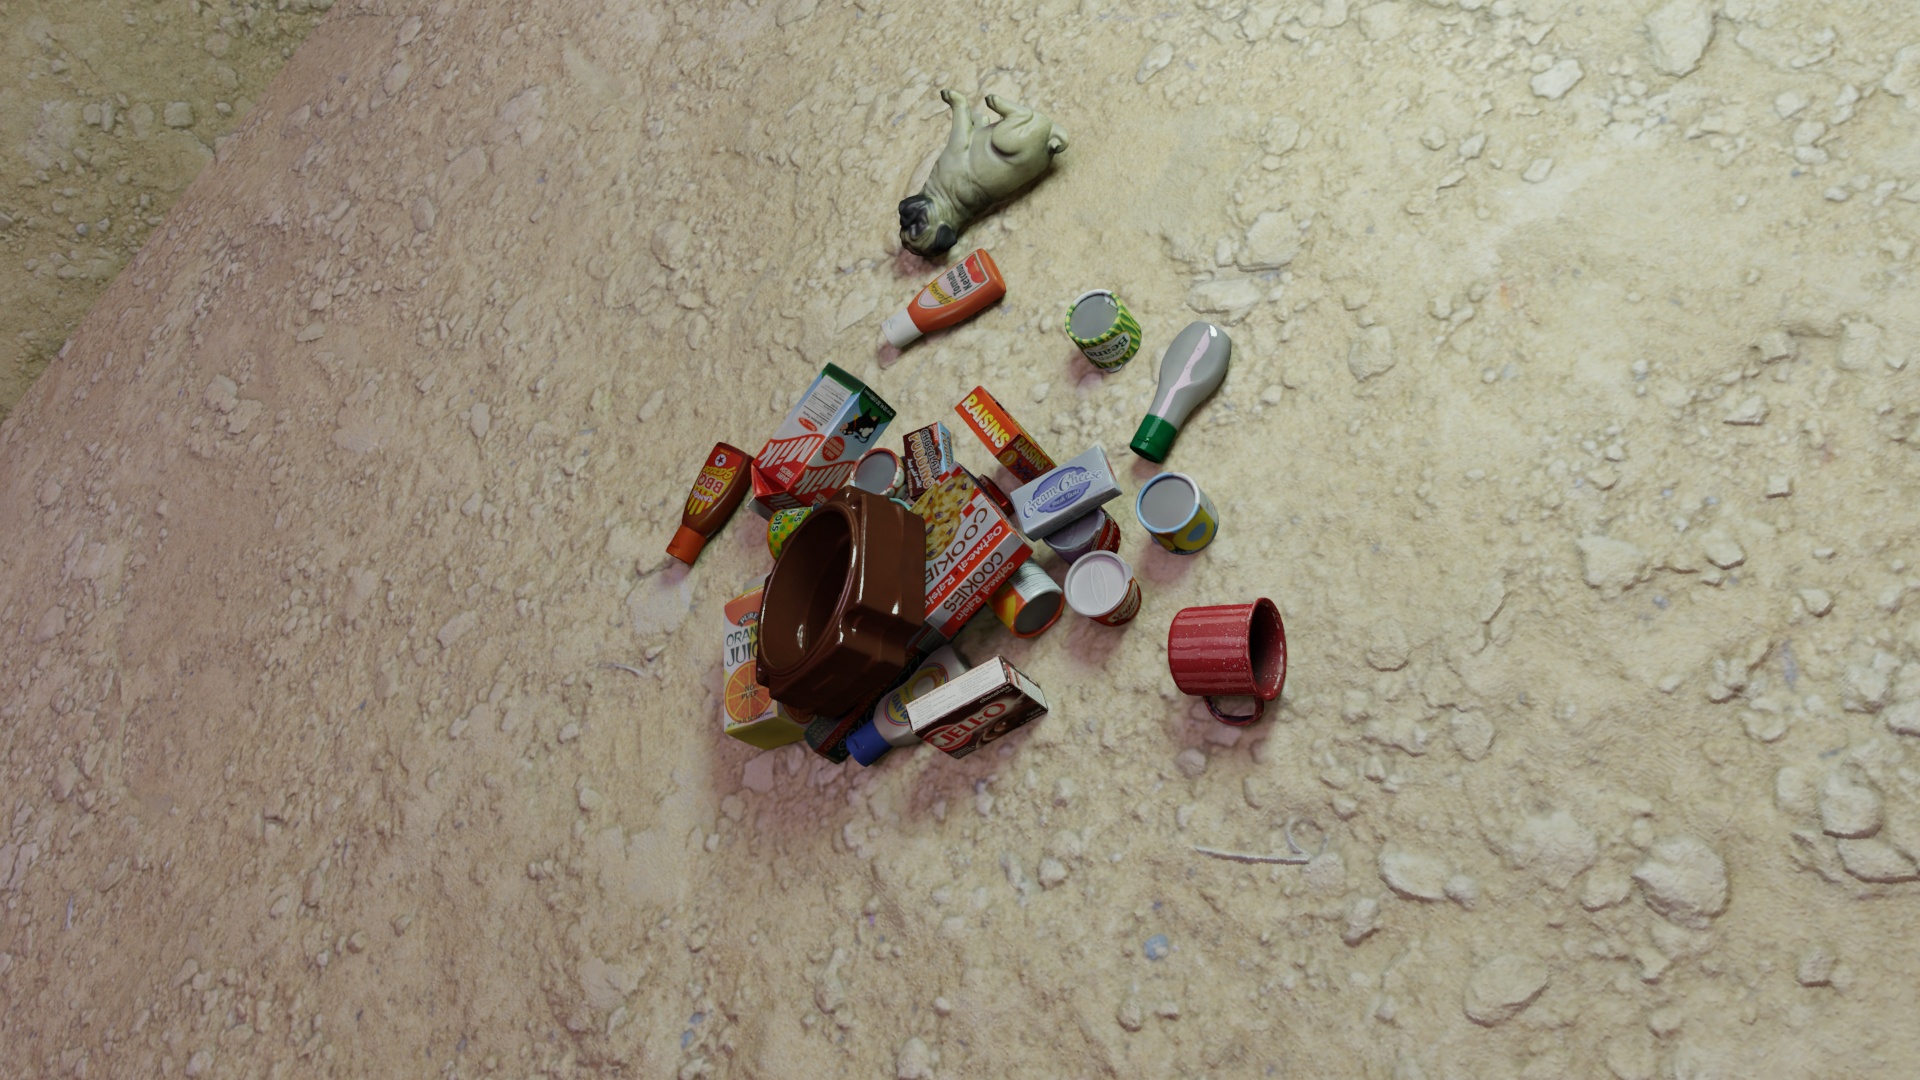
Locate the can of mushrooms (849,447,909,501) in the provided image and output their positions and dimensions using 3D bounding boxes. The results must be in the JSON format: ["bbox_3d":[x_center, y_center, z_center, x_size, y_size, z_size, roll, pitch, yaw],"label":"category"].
[{"bbox_3d":[-0.088,-0.071,1.557,0.071,0.033,0.071,-13,61,25],"label":"can of mushrooms"}]

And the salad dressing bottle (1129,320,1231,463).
[{"bbox_3d":[0.221,-0.150,1.411,0.064,0.044,0.148,26,83,34],"label":"salad dressing bottle"}]

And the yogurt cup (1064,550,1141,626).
[{"bbox_3d":[0.142,0.050,1.353,0.072,0.054,0.072,-13,62,25],"label":"yogurt cup"}]

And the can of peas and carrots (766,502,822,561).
[{"bbox_3d":[-0.176,-0.007,1.554,0.058,0.071,0.071,-4,66,29],"label":"can of peas and carrots"}]

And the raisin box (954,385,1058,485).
[{"bbox_3d":[0.055,-0.098,1.431,0.040,0.123,0.086,-42,53,7],"label":"raisin box"}]

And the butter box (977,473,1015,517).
[{"bbox_3d":[0.005,-0.019,1.484,0.103,0.024,0.053,-43,53,6],"label":"butter box"}]

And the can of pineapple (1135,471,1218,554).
[{"bbox_3d":[0.209,-0.025,1.348,0.071,0.057,0.071,-13,62,25],"label":"can of pineapple"}]

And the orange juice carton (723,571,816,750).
[{"bbox_3d":[-0.207,0.121,1.509,0.071,0.073,0.193,-19,59,25],"label":"orange juice carton"}]

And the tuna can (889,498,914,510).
[{"bbox_3d":[-0.073,-0.013,1.521,0.071,0.032,0.071,-12,62,25],"label":"tuna can"}]

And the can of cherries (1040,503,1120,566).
[{"bbox_3d":[0.122,-0.009,1.390,0.071,0.058,0.072,-13,61,24],"label":"can of cherries"}]

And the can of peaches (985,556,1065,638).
[{"bbox_3d":[0.063,0.057,1.390,0.071,0.071,0.058,-45,54,4],"label":"can of peaches"}]

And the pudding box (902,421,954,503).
[{"bbox_3d":[-0.033,-0.084,1.533,0.049,0.030,0.084,-19,60,21],"label":"pudding box"}]

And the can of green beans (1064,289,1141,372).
[{"bbox_3d":[0.152,-0.225,1.477,0.071,0.057,0.071,-13,62,25],"label":"can of green beans"}]

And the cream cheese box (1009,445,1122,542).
[{"bbox_3d":[0.103,-0.046,1.366,0.103,0.024,0.053,-29,55,15],"label":"cream cheese box"}]

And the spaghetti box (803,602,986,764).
[{"bbox_3d":[-0.063,0.127,1.437,0.250,0.050,0.029,-48,51,2],"label":"spaghetti box"}]

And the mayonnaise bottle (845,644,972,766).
[{"bbox_3d":[-0.050,0.173,1.413,0.148,0.041,0.065,-39,56,8],"label":"mayonnaise bottle"}]

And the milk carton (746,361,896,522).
[{"bbox_3d":[-0.168,-0.101,1.595,0.073,0.072,0.190,35,86,37],"label":"milk carton"}]

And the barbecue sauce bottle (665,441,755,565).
[{"bbox_3d":[-0.300,-0.042,1.660,0.065,0.043,0.148,23,81,35],"label":"barbecue sauce bottle"}]

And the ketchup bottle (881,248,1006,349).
[{"bbox_3d":[-0.021,-0.275,1.610,0.148,0.043,0.065,-31,56,15],"label":"ketchup bottle"}]

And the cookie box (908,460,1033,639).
[{"bbox_3d":[-0.007,0.007,1.405,0.123,0.040,0.168,-46,33,7],"label":"cookie box"}]
